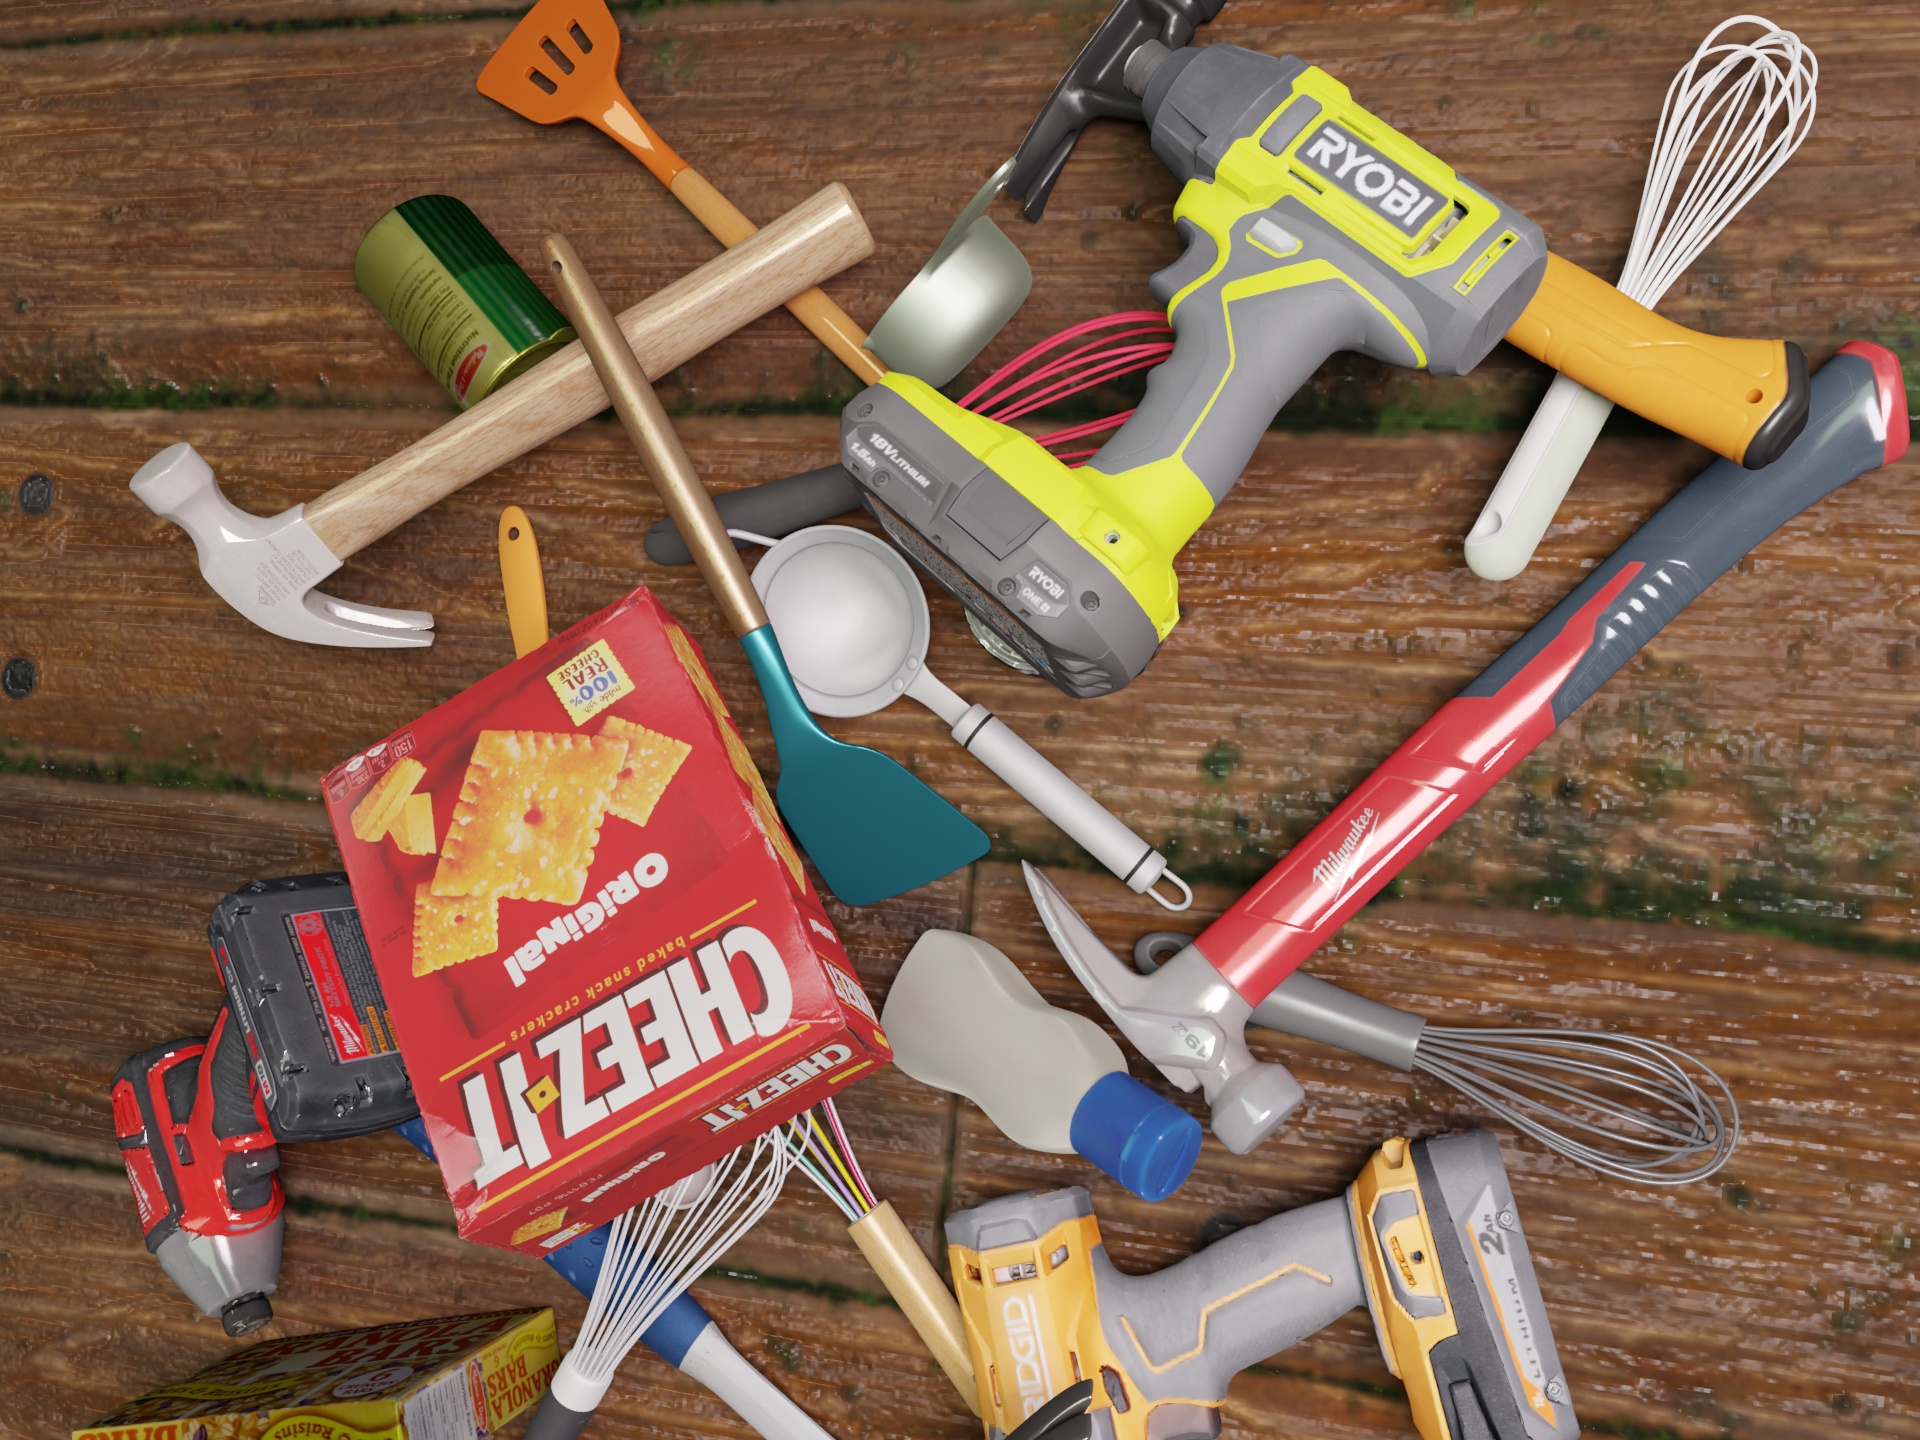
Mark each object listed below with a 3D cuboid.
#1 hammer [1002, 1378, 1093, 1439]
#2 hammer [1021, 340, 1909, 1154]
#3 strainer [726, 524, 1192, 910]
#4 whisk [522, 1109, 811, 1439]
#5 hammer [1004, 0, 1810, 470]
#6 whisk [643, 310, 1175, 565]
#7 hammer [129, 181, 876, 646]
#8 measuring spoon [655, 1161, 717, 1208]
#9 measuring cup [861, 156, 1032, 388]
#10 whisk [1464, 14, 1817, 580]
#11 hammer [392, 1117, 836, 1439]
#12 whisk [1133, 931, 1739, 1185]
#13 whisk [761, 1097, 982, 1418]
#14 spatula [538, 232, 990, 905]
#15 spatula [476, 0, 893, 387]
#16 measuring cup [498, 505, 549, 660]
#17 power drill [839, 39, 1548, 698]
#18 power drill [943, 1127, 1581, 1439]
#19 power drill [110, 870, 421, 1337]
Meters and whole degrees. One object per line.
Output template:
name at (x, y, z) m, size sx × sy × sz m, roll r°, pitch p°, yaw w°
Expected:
hammer at (0.143, 0.382, 0.575) m, size 0.359 × 0.037 × 0.149 m, roll 33°, pitch 107°, yaw -5°
hammer at (0.202, -0.013, 0.624) m, size 0.386 × 0.038 × 0.143 m, roll -44°, pitch 68°, yaw 3°
strainer at (-0.001, -0.002, 0.697) m, size 0.258 × 0.050 × 0.087 m, roll 40°, pitch 112°, yaw 8°
whisk at (-0.147, 0.256, 0.676) m, size 0.070 × 0.070 × 0.284 m, roll 32°, pitch 103°, yaw 15°
hammer at (0.167, -0.188, 0.622) m, size 0.337 × 0.034 × 0.127 m, roll 41°, pitch 97°, yaw 28°
whisk at (-0.016, -0.111, 0.687) m, size 0.296 × 0.073 × 0.073 m, roll -13°, pitch 84°, yaw 25°
hammer at (-0.186, -0.138, 0.709) m, size 0.331 × 0.129 × 0.031 m, roll -29°, pitch 36°, yaw 3°
measuring spoon at (-0.133, 0.162, 0.739) m, size 0.034 × 0.018 × 0.124 m, roll -13°, pitch 77°, yaw 14°
measuring cup at (0.008, -0.180, 0.644) m, size 0.038 × 0.167 × 0.083 m, roll 44°, pitch 78°, yaw -7°
whisk at (0.258, -0.162, 0.612) m, size 0.059 × 0.058 × 0.246 m, roll 31°, pitch 86°, yaw -24°
hammer at (-0.114, 0.292, 0.713) m, size 0.406 × 0.035 × 0.144 m, roll 36°, pitch 96°, yaw 14°
whisk at (0.182, 0.126, 0.637) m, size 0.239 × 0.055 × 0.055 m, roll 16°, pitch 91°, yaw 20°
whisk at (-0.055, 0.199, 0.704) m, size 0.047 × 0.051 × 0.245 m, roll -41°, pitch 81°, yaw 31°
spatula at (-0.096, -0.063, 0.681) m, size 0.082 × 0.044 × 0.317 m, roll -25°, pitch 93°, yaw 28°
spatula at (-0.111, -0.236, 0.749) m, size 0.323 × 0.041 × 0.081 m, roll 46°, pitch 98°, yaw 9°
measuring cup at (-0.212, -0.019, 0.747) m, size 0.095 × 0.052 × 0.173 m, roll -9°, pitch 86°, yaw 15°
power drill at (0.070, -0.134, 0.570) m, size 0.171 × 0.080 × 0.223 m, roll 42°, pitch 86°, yaw 18°
power drill at (0.115, 0.262, 0.616) m, size 0.226 × 0.084 × 0.185 m, roll -16°, pitch 74°, yaw 14°
power drill at (-0.313, 0.177, 0.716) m, size 0.219 × 0.078 × 0.143 m, roll -45°, pitch 63°, yaw 34°
